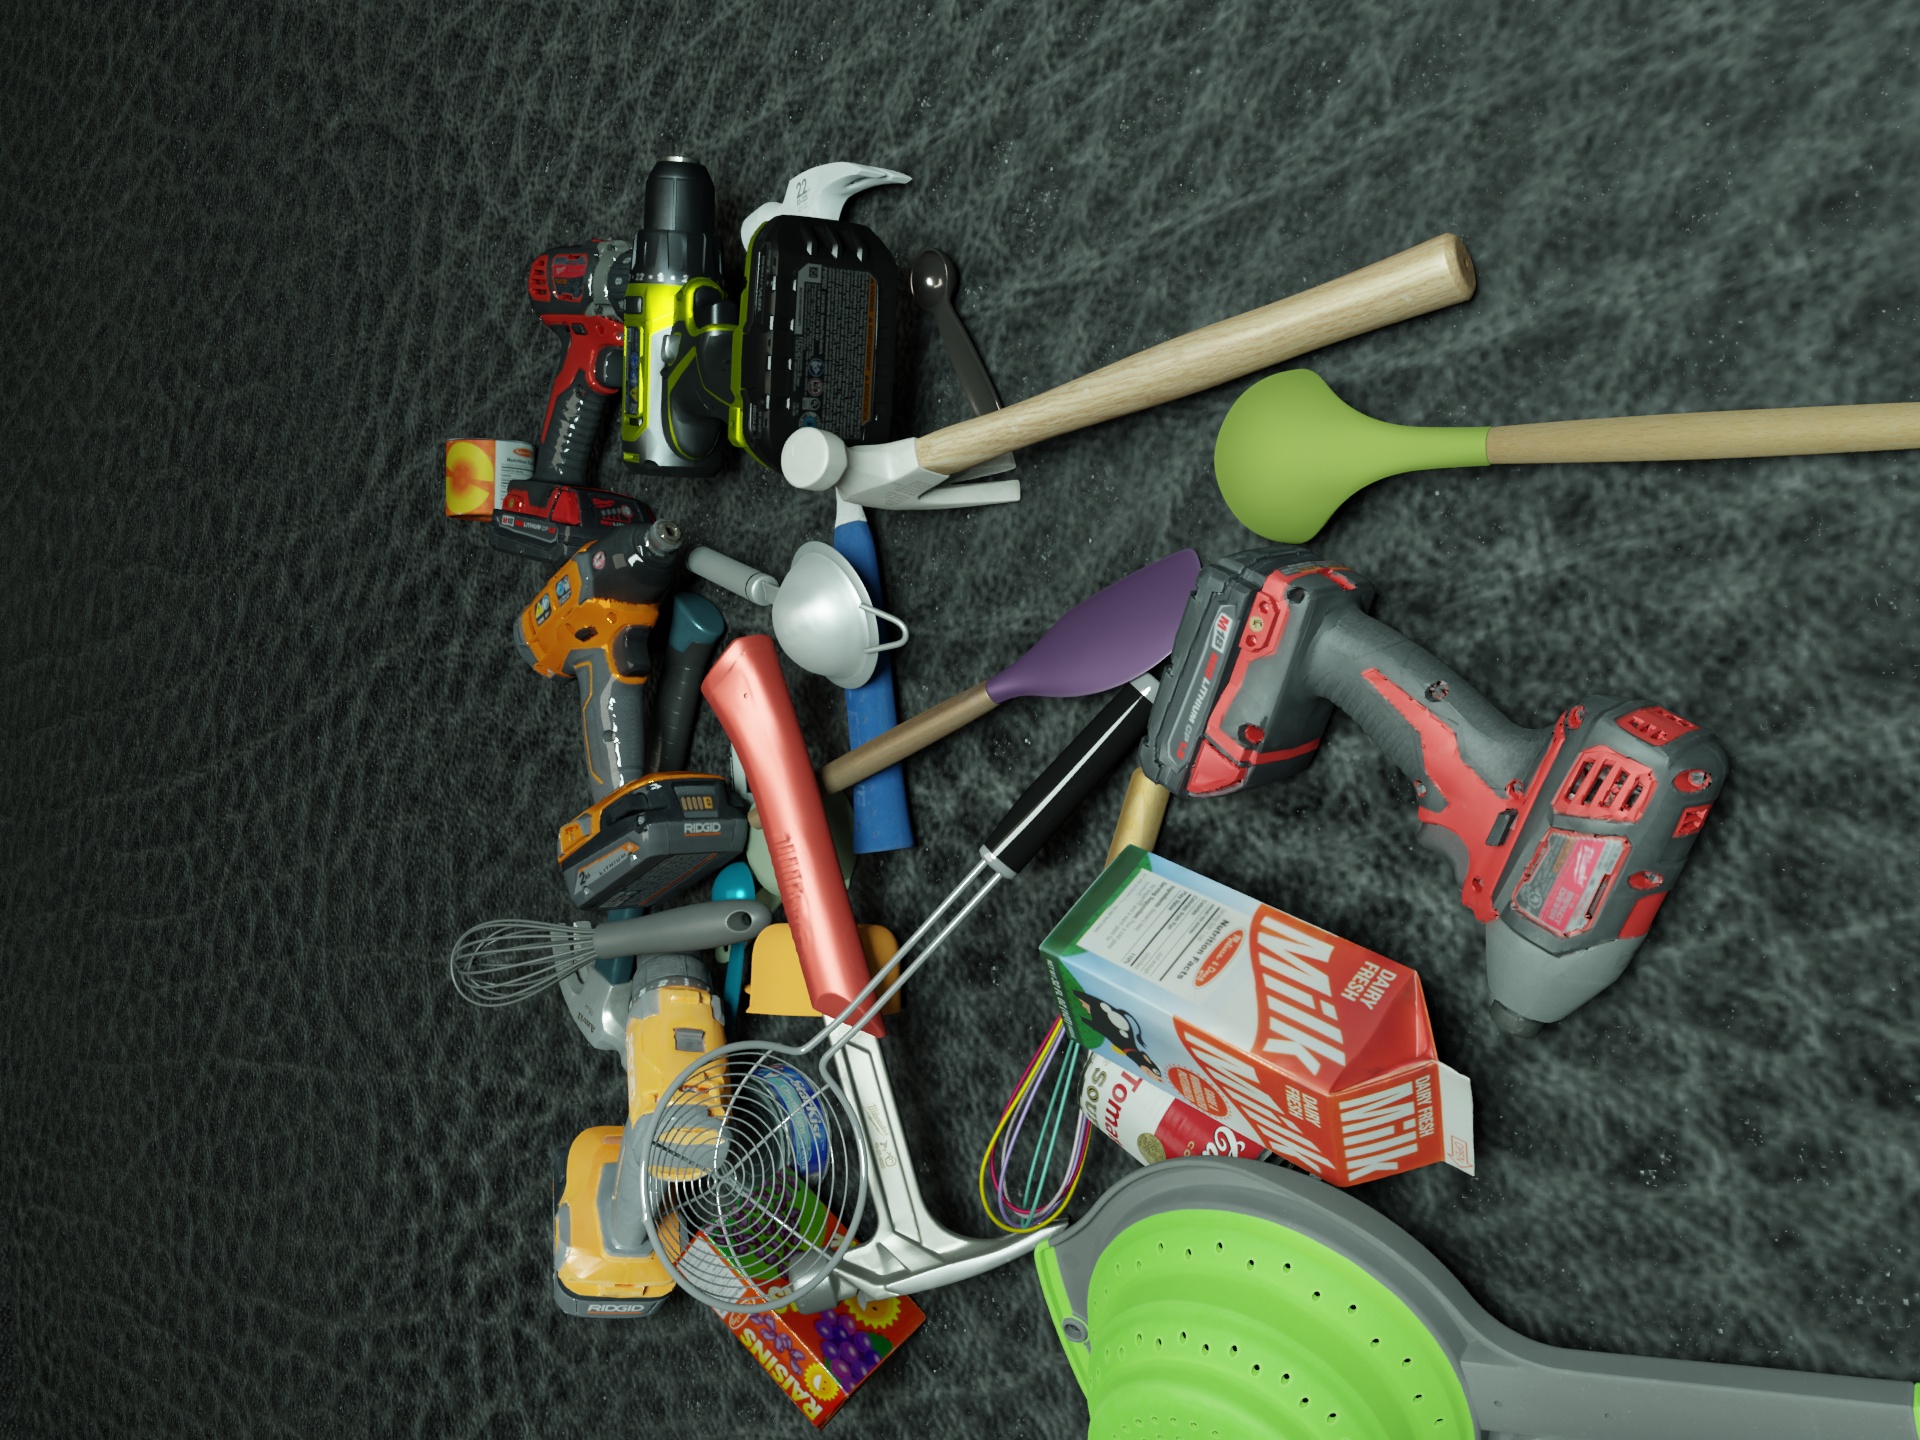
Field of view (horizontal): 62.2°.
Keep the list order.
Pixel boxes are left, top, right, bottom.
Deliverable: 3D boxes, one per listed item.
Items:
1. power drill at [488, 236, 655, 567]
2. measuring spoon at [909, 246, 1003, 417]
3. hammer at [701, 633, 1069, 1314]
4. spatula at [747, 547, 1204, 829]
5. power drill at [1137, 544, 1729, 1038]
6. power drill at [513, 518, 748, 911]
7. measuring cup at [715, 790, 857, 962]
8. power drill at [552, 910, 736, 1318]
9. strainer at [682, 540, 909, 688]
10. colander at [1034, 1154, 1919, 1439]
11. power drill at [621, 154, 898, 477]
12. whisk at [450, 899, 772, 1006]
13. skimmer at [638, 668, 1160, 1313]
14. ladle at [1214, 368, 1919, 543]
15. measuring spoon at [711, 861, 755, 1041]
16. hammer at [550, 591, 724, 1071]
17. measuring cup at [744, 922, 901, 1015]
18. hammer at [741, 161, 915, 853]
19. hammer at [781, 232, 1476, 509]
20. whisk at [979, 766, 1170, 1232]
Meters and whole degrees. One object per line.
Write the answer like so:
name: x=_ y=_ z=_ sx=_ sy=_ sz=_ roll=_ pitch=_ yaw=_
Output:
power drill: x=-0.239 y=-0.216 z=1.091 sx=0.188 sy=0.080 sz=0.226 roll=15 pitch=98 yaw=43
measuring spoon: x=0.005 y=-0.209 z=0.891 sx=0.034 sy=0.018 sz=0.124 roll=-36 pitch=72 yaw=49
hammer: x=-0.061 y=0.124 z=0.859 sx=0.149 sy=0.036 sz=0.359 roll=-16 pitch=81 yaw=1
spatula: x=-0.001 y=-0.003 z=0.854 sx=0.316 sy=0.018 sz=0.060 roll=-27 pitch=53 yaw=31
power drill: x=0.188 y=0.025 z=0.663 sx=0.220 sy=0.078 sz=0.143 roll=34 pitch=121 yaw=35
power drill: x=-0.207 y=-0.010 z=1.008 sx=0.164 sy=0.084 sz=0.227 roll=-34 pitch=65 yaw=42
measuring cup: x=-0.126 y=0.103 z=1.001 sx=0.167 sy=0.038 sz=0.083 roll=-51 pitch=57 yaw=31
power drill: x=-0.204 y=0.252 z=1.024 sx=0.186 sy=0.084 sz=0.226 roll=-107 pitch=33 yaw=-48
strainer: x=-0.116 y=-0.075 z=0.948 sx=0.259 sy=0.050 sz=0.086 roll=27 pitch=129 yaw=54
colander: x=0.186 y=0.284 z=0.620 sx=0.397 sy=0.094 sz=0.204 roll=-9 pitch=108 yaw=36
power drill: x=-0.129 y=-0.230 z=0.916 sx=0.229 sy=0.080 sz=0.190 roll=20 pitch=110 yaw=53
whisk: x=-0.220 y=0.140 z=0.986 sx=0.239 sy=0.055 sz=0.055 roll=-12 pitch=81 yaw=23
skimmer: x=-0.014 y=0.125 z=0.775 sx=0.363 sy=0.127 sz=0.090 roll=-48 pitch=20 yaw=4
ladle: x=0.244 y=-0.111 z=0.639 sx=0.320 sy=0.062 sz=0.078 roll=4 pitch=98 yaw=38
measuring spoon: x=-0.149 y=0.148 z=0.998 sx=0.042 sy=0.021 sz=0.128 roll=45 pitch=131 yaw=54
hammer: x=-0.215 y=0.074 z=1.096 sx=0.128 sy=0.033 sz=0.331 roll=30 pitch=111 yaw=40
measuring cup: x=-0.096 y=0.146 z=0.958 sx=0.174 sy=0.095 sz=0.052 roll=-8 pitch=79 yaw=63
hammer: x=-0.063 y=-0.126 z=0.931 sx=0.144 sy=0.035 sz=0.405 roll=-12 pitch=83 yaw=54
hammer: x=0.079 y=-0.158 z=0.760 sx=0.331 sy=0.130 sz=0.031 roll=-14 pitch=80 yaw=33
whisk: x=0.060 y=0.141 z=0.795 sx=0.047 sy=0.051 sz=0.245 roll=17 pitch=92 yaw=12
